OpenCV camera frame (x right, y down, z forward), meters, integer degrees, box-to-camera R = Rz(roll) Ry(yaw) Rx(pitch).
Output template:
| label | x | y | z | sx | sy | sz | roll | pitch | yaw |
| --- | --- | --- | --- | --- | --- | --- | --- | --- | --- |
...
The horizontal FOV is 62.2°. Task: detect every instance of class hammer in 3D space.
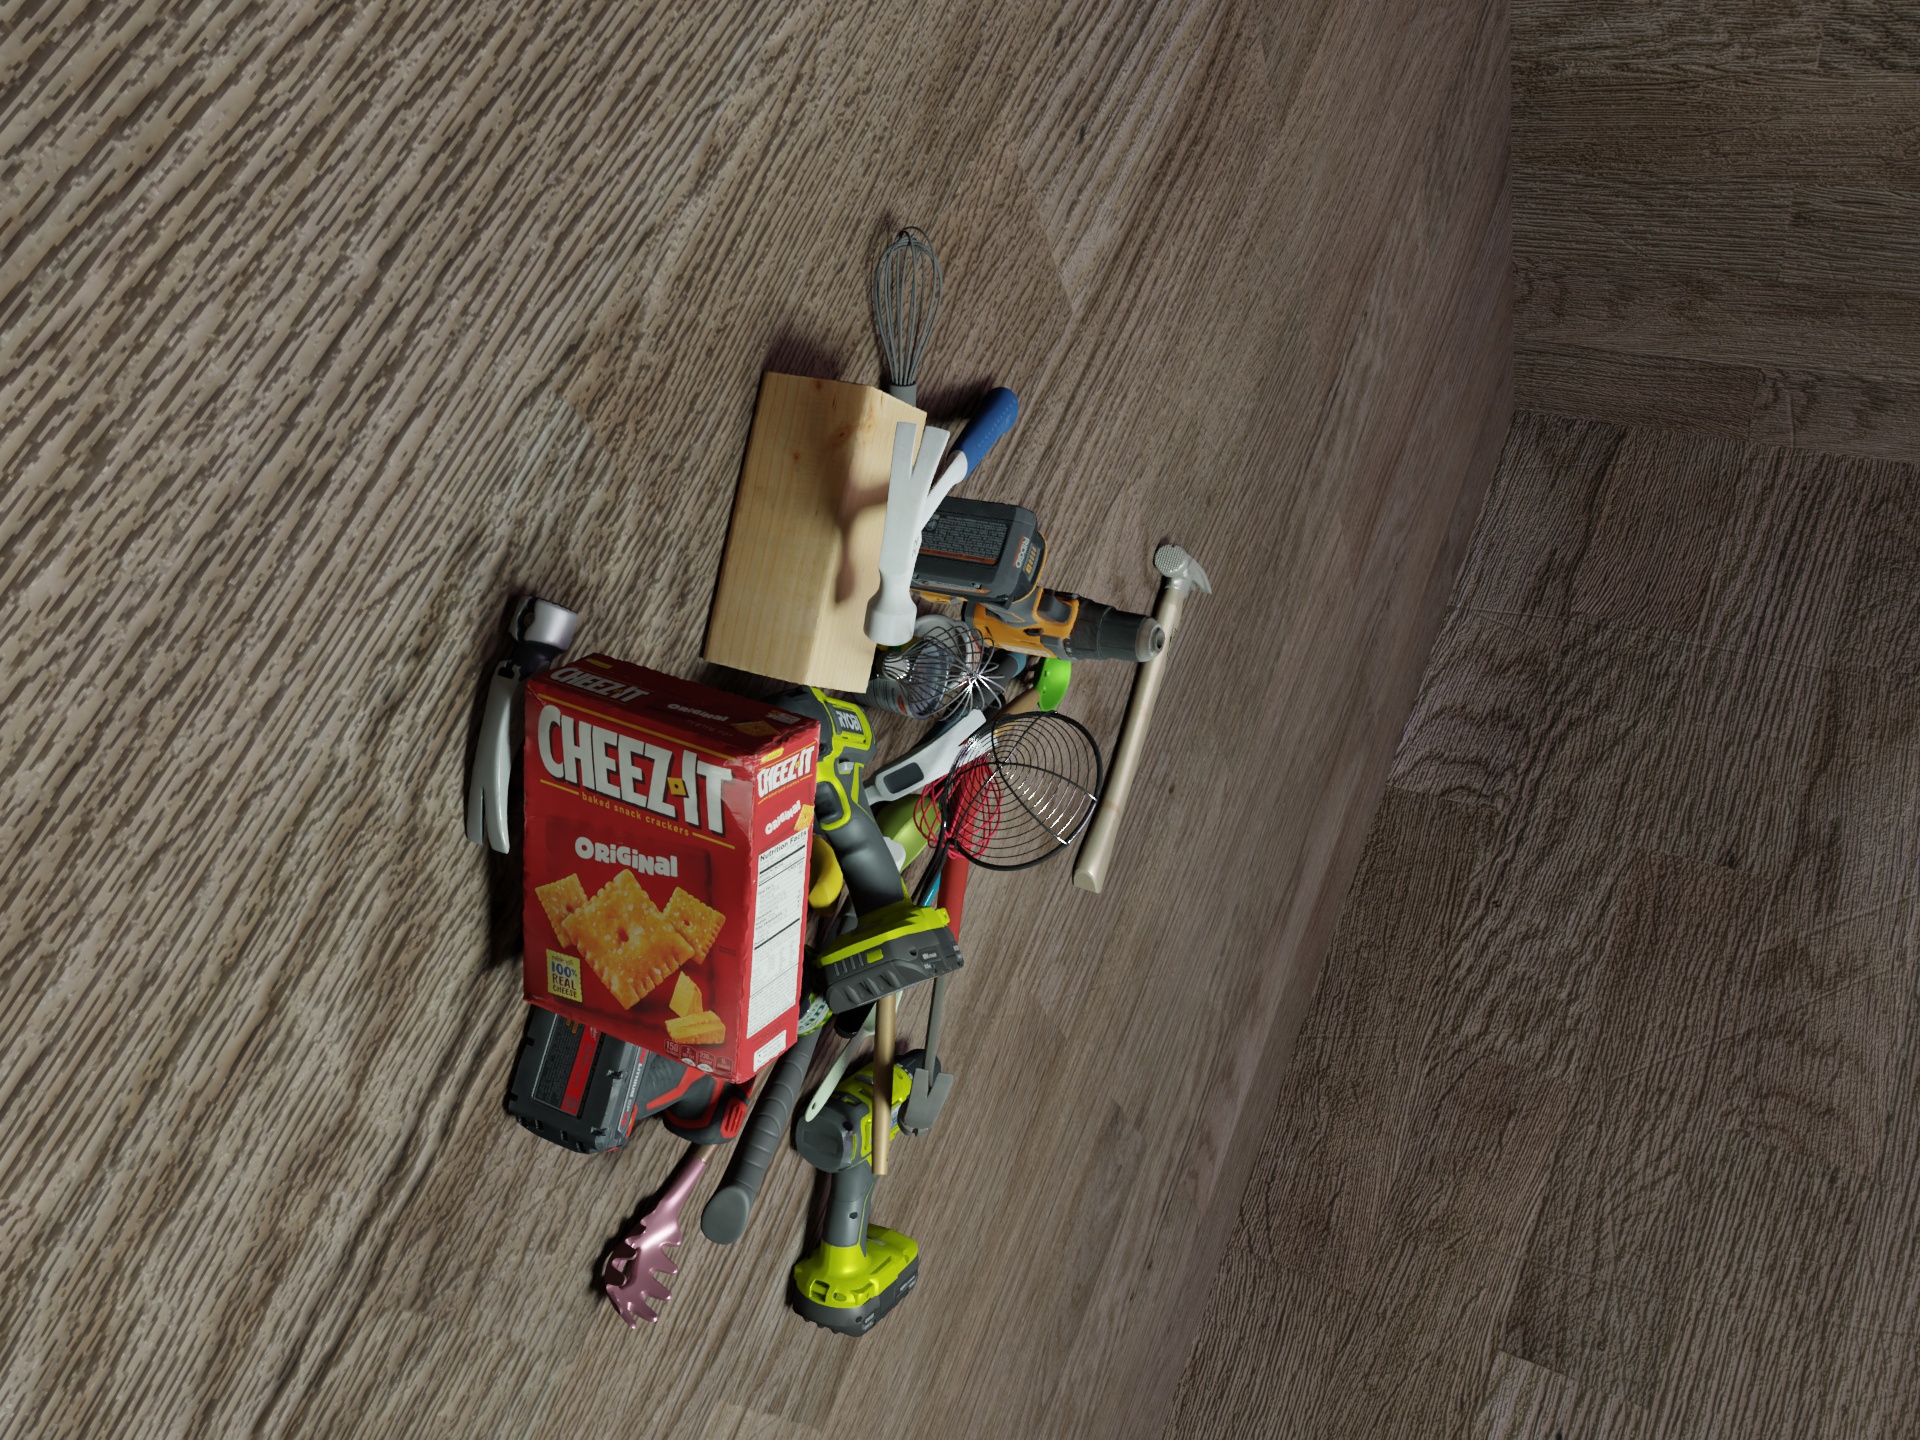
| label | x | y | z | sx | sy | sz | roll | pitch | yaw |
| --- | --- | --- | --- | --- | --- | --- | --- | --- | --- |
| hammer | -0.121 | 0.245 | 1.201 | 0.335 | 0.035 | 0.146 | -67 | -178 | -48 |
| hammer | -0.189 | 0.038 | 1.096 | 0.408 | 0.036 | 0.149 | 27 | 80 | -64 |
| hammer | -0.002 | -0.004 | 1.360 | 0.033 | 0.128 | 0.331 | 61 | 23 | -9 |
| hammer | -0.003 | -0.194 | 1.200 | 0.406 | 0.035 | 0.144 | -65 | 167 | -64 |
| hammer | -0.010 | 0.170 | 1.383 | 0.149 | 0.036 | 0.359 | 105 | -6 | -58 |
| hammer | 0.212 | 0.005 | 1.880 | 0.146 | 0.038 | 0.411 | 29 | 78 | -65 |

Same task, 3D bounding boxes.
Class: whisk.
| label | x | y | z | sx | sy | sz | roll | pitch | yaw |
| --- | --- | --- | --- | --- | --- | --- | --- | --- | --- |
| whisk | -0.040 | -0.039 | 1.151 | 0.070 | 0.285 | 0.070 | -2 | 95 | -21 |
| whisk | 0.011 | 0.037 | 1.390 | 0.296 | 0.073 | 0.073 | -71 | 164 | -64 |
| whisk | -0.042 | -0.258 | 1.227 | 0.055 | 0.055 | 0.238 | -40 | 140 | -50 |

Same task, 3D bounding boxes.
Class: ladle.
| label | x | y | z | sx | sy | sz | roll | pitch | yaw |
| --- | --- | --- | --- | --- | --- | --- | --- | --- | --- |
| ladle | -0.051 | 0.220 | 1.350 | 0.078 | 0.062 | 0.320 | 43 | 48 | -70 |

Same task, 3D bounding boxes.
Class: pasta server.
| label | x | y | z | sx | sy | sz | roll | pitch | yaw |
| --- | --- | --- | --- | --- | --- | --- | --- | --- | --- |
| pasta server | -0.185 | 0.325 | 1.247 | 0.316 | 0.040 | 0.060 | -56 | 137 | -37 |

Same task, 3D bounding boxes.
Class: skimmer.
| label | x | y | z | sx | sy | sz | roll | pitch | yaw |
| --- | --- | --- | --- | --- | --- | --- | --- | --- | --- |
| skimmer | -0.005 | 0.138 | 1.240 | 0.090 | 0.127 | 0.363 | 1 | 136 | -28 |

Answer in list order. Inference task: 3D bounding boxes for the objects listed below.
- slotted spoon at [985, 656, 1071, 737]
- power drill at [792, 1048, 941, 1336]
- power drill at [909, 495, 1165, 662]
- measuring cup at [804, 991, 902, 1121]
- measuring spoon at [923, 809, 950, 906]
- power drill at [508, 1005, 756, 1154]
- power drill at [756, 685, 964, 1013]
| label | x | y | z | sx | sy | sz | roll | pitch | yaw |
| --- | --- | --- | --- | --- | --- | --- | --- | --- | --- |
| slotted spoon | 0.062 | -0.021 | 1.501 | 0.314 | 0.031 | 0.070 | -39 | 136 | -72 |
| power drill | -0.082 | 0.423 | 1.461 | 0.190 | 0.080 | 0.228 | -18 | 116 | -60 |
| power drill | 0.061 | -0.108 | 1.355 | 0.226 | 0.185 | 0.084 | 36 | 69 | -59 |
| measuring cup | -0.104 | 0.269 | 1.383 | 0.168 | 0.038 | 0.083 | -59 | 149 | -27 |
| measuring spoon | -0.021 | 0.131 | 1.506 | 0.128 | 0.021 | 0.042 | -64 | 168 | -4 |
| power drill | -0.201 | 0.209 | 1.117 | 0.226 | 0.080 | 0.188 | 24 | 82 | -67 |
| power drill | -0.083 | 0.086 | 1.124 | 0.223 | 0.080 | 0.171 | 69 | 12 | 10 |
